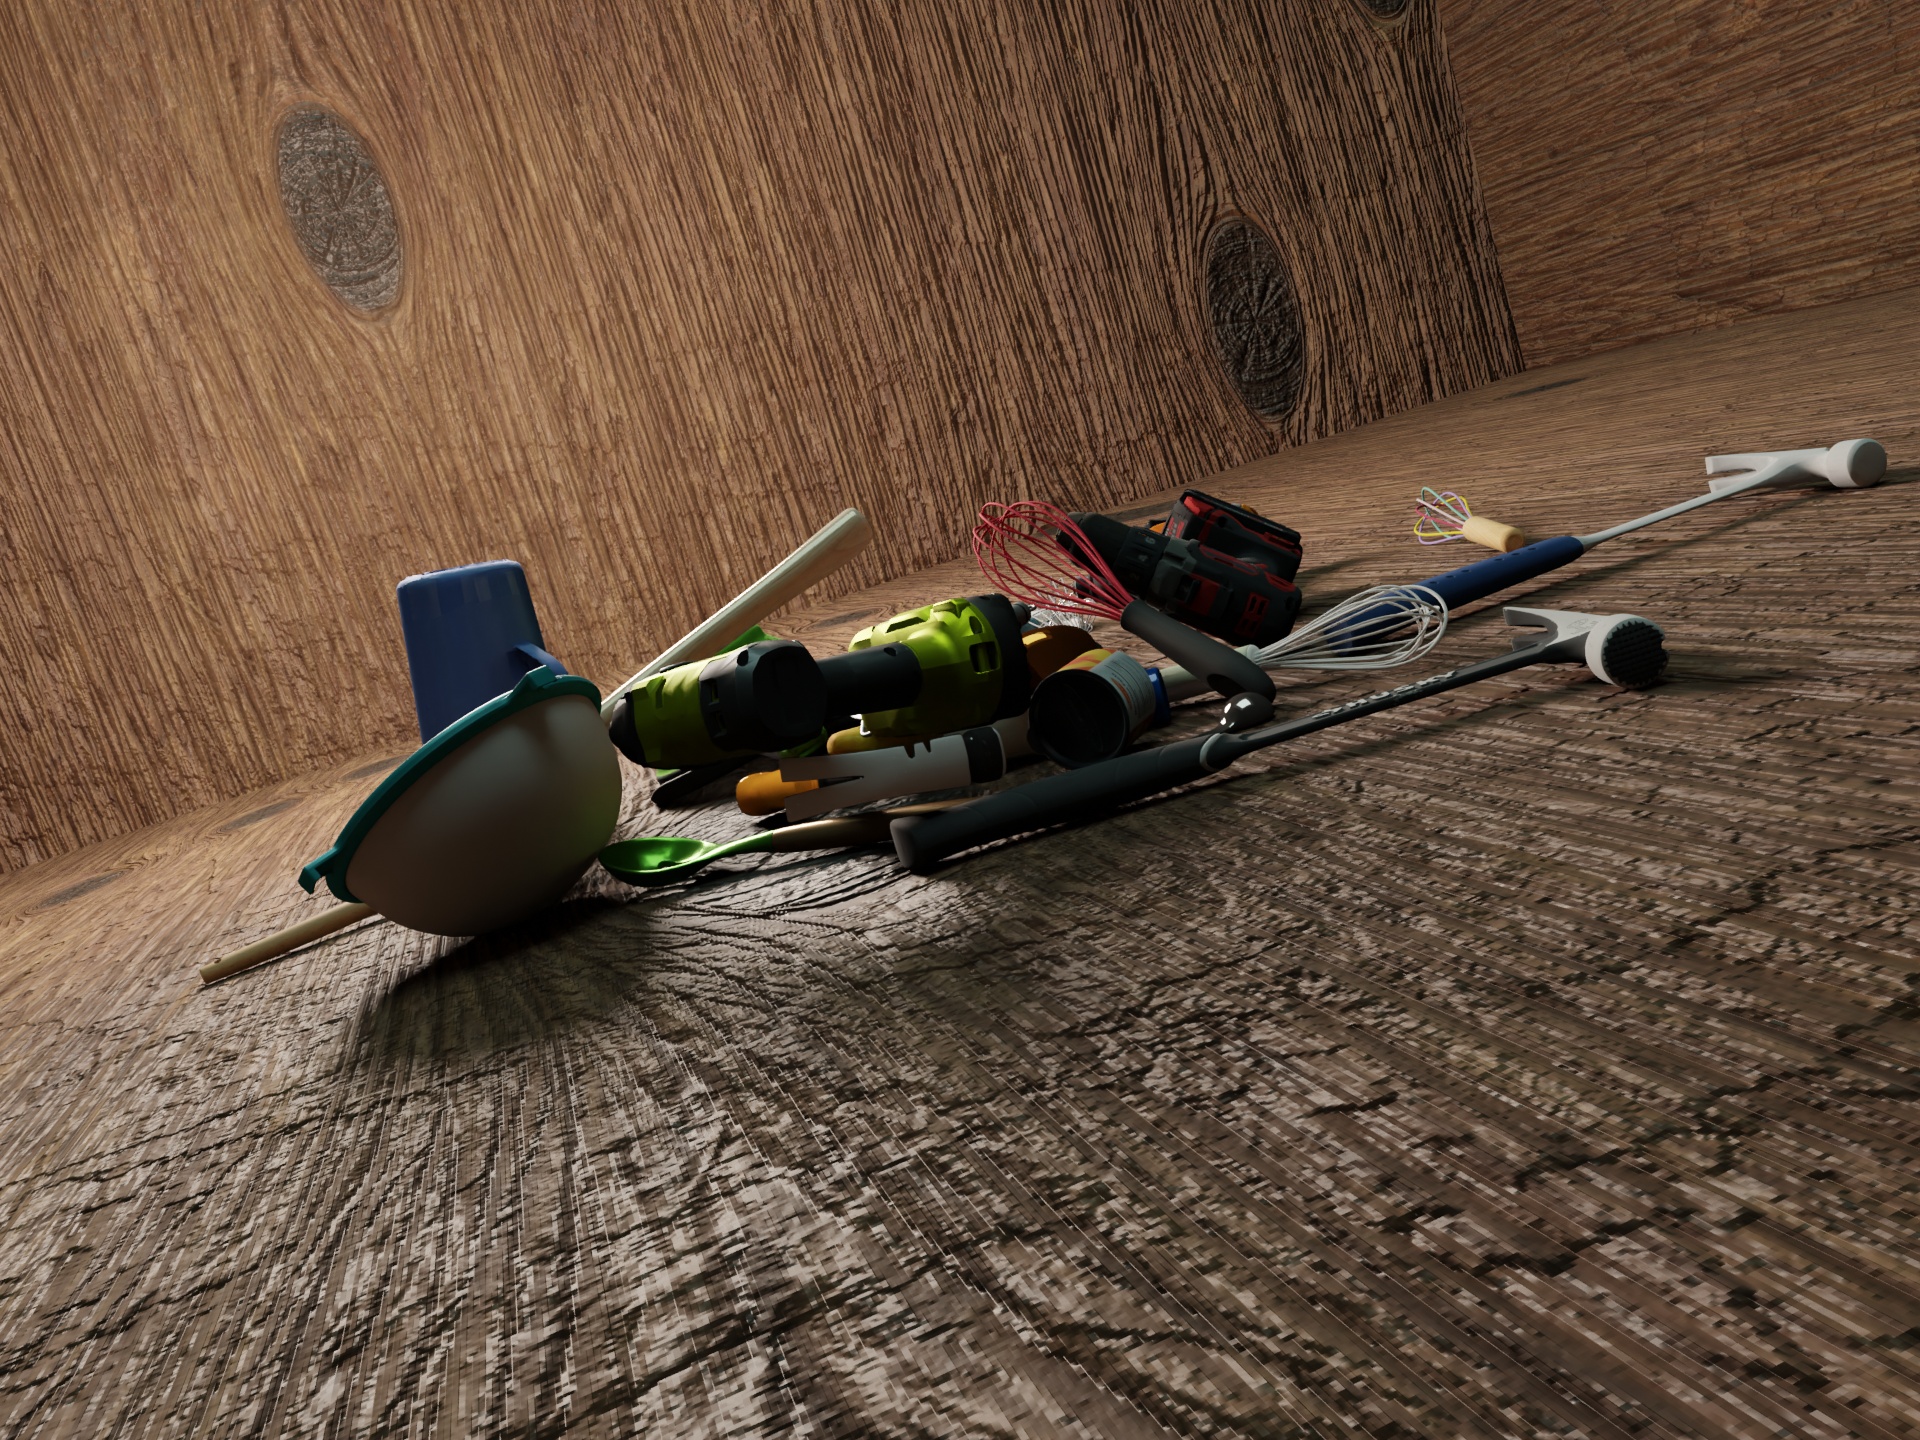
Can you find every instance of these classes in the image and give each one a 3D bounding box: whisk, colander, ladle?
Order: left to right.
[{"bbox_3d":[-0.434,0.119,1.244,0.320,0.062,0.078,-24,21,-24],"label":"ladle"},{"bbox_3d":[-0.178,-0.018,1.298,0.204,0.094,0.397,-33,10,-13],"label":"colander"},{"bbox_3d":[0.101,-0.079,1.421,0.070,0.070,0.285,-17,14,1],"label":"whisk"},{"bbox_3d":[0.105,-0.081,1.094,0.073,0.073,0.296,-23,41,-30],"label":"whisk"},{"bbox_3d":[0.203,-0.040,1.055,0.246,0.059,0.057,-16,-35,34],"label":"whisk"},{"bbox_3d":[0.447,-0.174,1.396,0.047,0.051,0.245,-11,13,2],"label":"whisk"}]

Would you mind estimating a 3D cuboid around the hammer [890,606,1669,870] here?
[{"bbox_3d":[0.157,0.010,0.869,0.409,0.036,0.149,-17,8,4],"label":"hammer"}]

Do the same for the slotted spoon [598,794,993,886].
[{"bbox_3d":[-0.092,0.072,0.982,0.314,0.031,0.070,-10,9,27],"label":"slotted spoon"}]

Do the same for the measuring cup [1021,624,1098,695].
[{"bbox_3d":[0.047,-0.042,1.105,0.095,0.052,0.173,-20,-18,13],"label":"measuring cup"}]

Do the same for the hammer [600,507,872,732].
[{"bbox_3d":[-0.230,-0.034,1.209,0.410,0.038,0.146,-40,-8,-15],"label":"hammer"}]

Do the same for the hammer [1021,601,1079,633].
[{"bbox_3d":[0.010,-0.075,1.544,0.128,0.033,0.331,-10,6,33],"label":"hammer"}]

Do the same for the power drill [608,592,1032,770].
[{"bbox_3d":[-0.083,-0.017,0.929,0.223,0.080,0.171,-12,0,-42],"label":"power drill"}]

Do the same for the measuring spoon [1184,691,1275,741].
[{"bbox_3d":[0.139,0.008,0.961,0.124,0.018,0.034,-23,11,-28],"label":"measuring spoon"}]

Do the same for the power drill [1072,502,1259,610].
[{"bbox_3d":[0.202,-0.147,1.488,0.164,0.084,0.226,-8,10,18],"label":"power drill"}]

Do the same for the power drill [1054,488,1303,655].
[{"bbox_3d":[0.180,-0.126,1.256,0.188,0.080,0.227,24,19,8],"label":"power drill"}]

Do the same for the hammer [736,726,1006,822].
[{"bbox_3d":[-0.094,0.041,1.008,0.127,0.034,0.337,-9,-2,-22],"label":"hammer"}]

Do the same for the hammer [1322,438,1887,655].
[{"bbox_3d":[0.443,-0.126,1.136,0.405,0.035,0.144,-19,10,-12],"label":"hammer"}]

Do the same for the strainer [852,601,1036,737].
[{"bbox_3d":[-0.008,-0.051,1.155,0.087,0.050,0.258,-14,11,34],"label":"strainer"}]

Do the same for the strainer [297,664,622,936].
[{"bbox_3d":[-0.290,0.087,1.094,0.211,0.095,0.340,-42,-10,-5],"label":"strainer"}]
